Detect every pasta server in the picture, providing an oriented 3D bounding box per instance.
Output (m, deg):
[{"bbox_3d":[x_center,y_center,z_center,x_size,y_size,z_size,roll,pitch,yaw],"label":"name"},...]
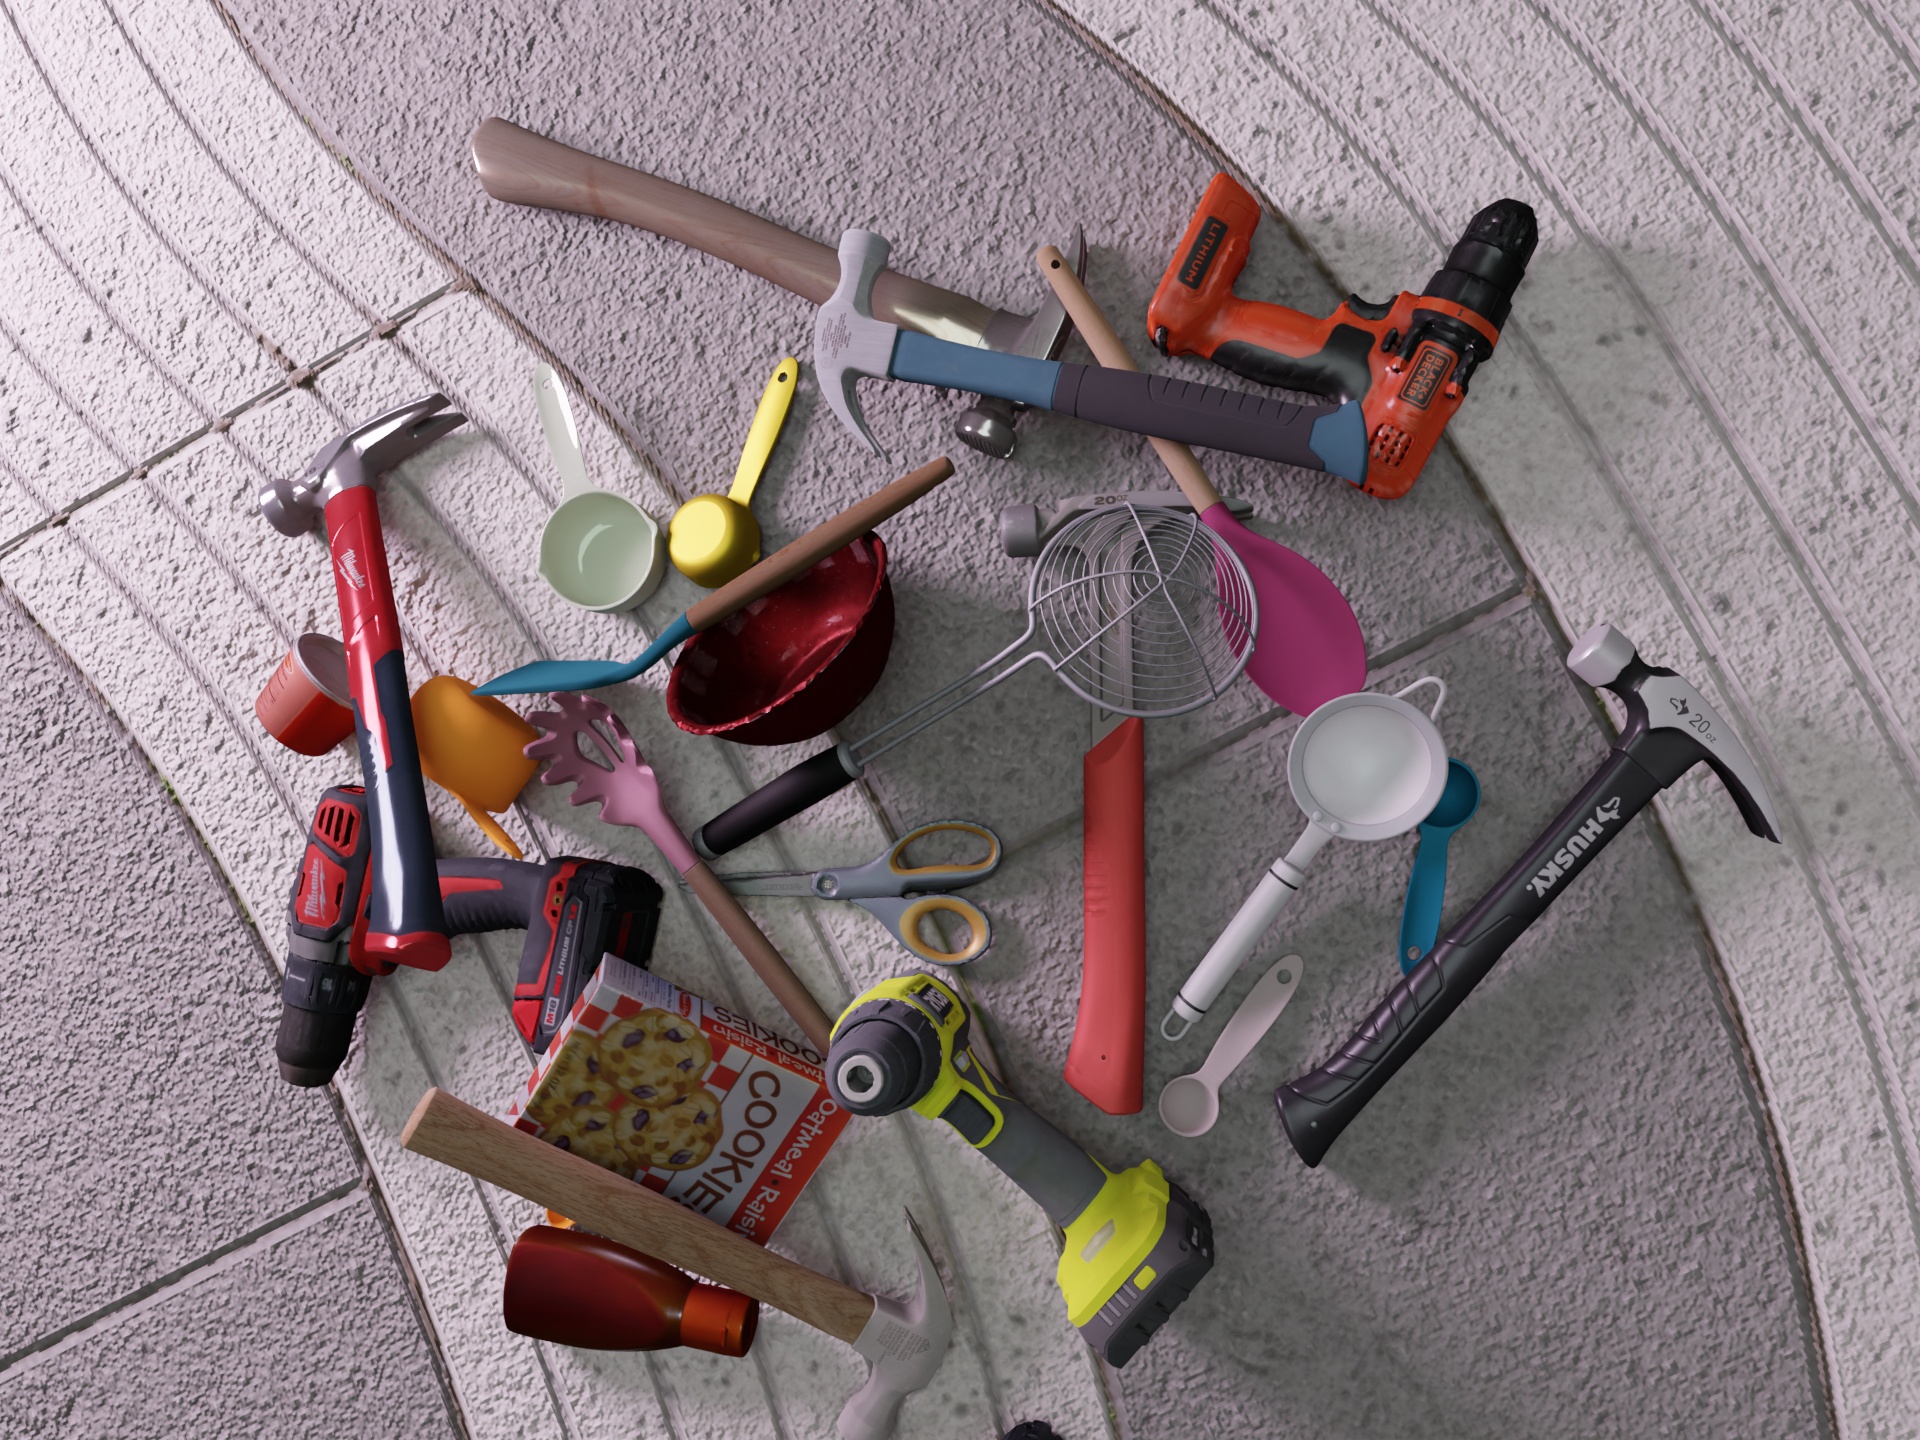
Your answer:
[{"bbox_3d":[-0.146,0.111,0.948,0.060,0.040,0.316,-39,87,15],"label":"pasta server"}]

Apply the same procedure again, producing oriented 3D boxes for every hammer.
[{"bbox_3d":[-0.151,0.288,0.888,0.331,0.031,0.130,30,92,-14],"label":"hammer"},{"bbox_3d":[-0.330,-0.031,0.935,0.143,0.038,0.387,-28,57,8],"label":"hammer"},{"bbox_3d":[0.297,0.118,0.879,0.146,0.035,0.335,41,96,0],"label":"hammer"},{"bbox_3d":[0.099,0.045,0.928,0.149,0.036,0.359,-1,84,10],"label":"hammer"},{"bbox_3d":[-0.123,-0.306,1.000,0.411,0.038,0.146,25,88,12],"label":"hammer"},{"bbox_3d":[0.070,-0.189,0.904,0.331,0.033,0.128,15,92,16],"label":"hammer"}]

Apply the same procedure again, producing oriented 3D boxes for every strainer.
[{"bbox_3d":[0.189,0.079,0.900,0.087,0.050,0.258,34,101,0],"label":"strainer"}]

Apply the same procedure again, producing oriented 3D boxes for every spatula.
[{"bbox_3d":[-0.144,-0.080,0.942,0.317,0.082,0.044,-29,98,16],"label":"spatula"}]

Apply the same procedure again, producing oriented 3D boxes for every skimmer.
[{"bbox_3d":[-0.001,-0.003,0.926,0.363,0.090,0.127,-30,73,25],"label":"skimmer"}]

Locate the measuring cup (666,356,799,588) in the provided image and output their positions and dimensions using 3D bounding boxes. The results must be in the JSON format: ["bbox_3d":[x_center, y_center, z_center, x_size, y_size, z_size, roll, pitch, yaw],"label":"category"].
[{"bbox_3d":[-0.138,-0.159,0.987,0.062,0.029,0.156,18,85,27],"label":"measuring cup"}]

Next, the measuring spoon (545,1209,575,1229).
[{"bbox_3d":[-0.196,0.297,0.973,0.117,0.011,0.021,-7,87,6],"label":"measuring spoon"}]

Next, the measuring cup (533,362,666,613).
[{"bbox_3d":[-0.236,-0.146,1.005,0.083,0.038,0.168,-20,80,8],"label":"measuring cup"}]

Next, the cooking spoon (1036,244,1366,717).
[{"bbox_3d":[0.131,-0.143,0.914,0.069,0.017,0.319,-32,81,8],"label":"cooking spoon"}]

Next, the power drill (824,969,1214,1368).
[{"bbox_3d":[0.023,0.229,0.850,0.228,0.190,0.080,41,93,7],"label":"power drill"}]

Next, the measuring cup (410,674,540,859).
[{"bbox_3d":[-0.278,0.026,0.944,0.052,0.095,0.174,-55,40,-1],"label":"measuring cup"}]

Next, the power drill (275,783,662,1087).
[{"bbox_3d":[-0.313,0.149,0.974,0.227,0.080,0.188,11,87,14],"label":"power drill"}]

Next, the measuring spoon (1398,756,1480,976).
[{"bbox_3d":[0.266,0.083,0.908,0.042,0.021,0.128,9,96,6],"label":"measuring spoon"}]

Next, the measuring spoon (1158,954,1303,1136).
[{"bbox_3d":[0.159,0.186,0.918,0.034,0.018,0.124,37,85,11],"label":"measuring spoon"}]

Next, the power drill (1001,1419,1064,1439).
[{"bbox_3d":[0.002,0.516,0.885,0.219,0.078,0.143,-46,79,6],"label":"power drill"}]
